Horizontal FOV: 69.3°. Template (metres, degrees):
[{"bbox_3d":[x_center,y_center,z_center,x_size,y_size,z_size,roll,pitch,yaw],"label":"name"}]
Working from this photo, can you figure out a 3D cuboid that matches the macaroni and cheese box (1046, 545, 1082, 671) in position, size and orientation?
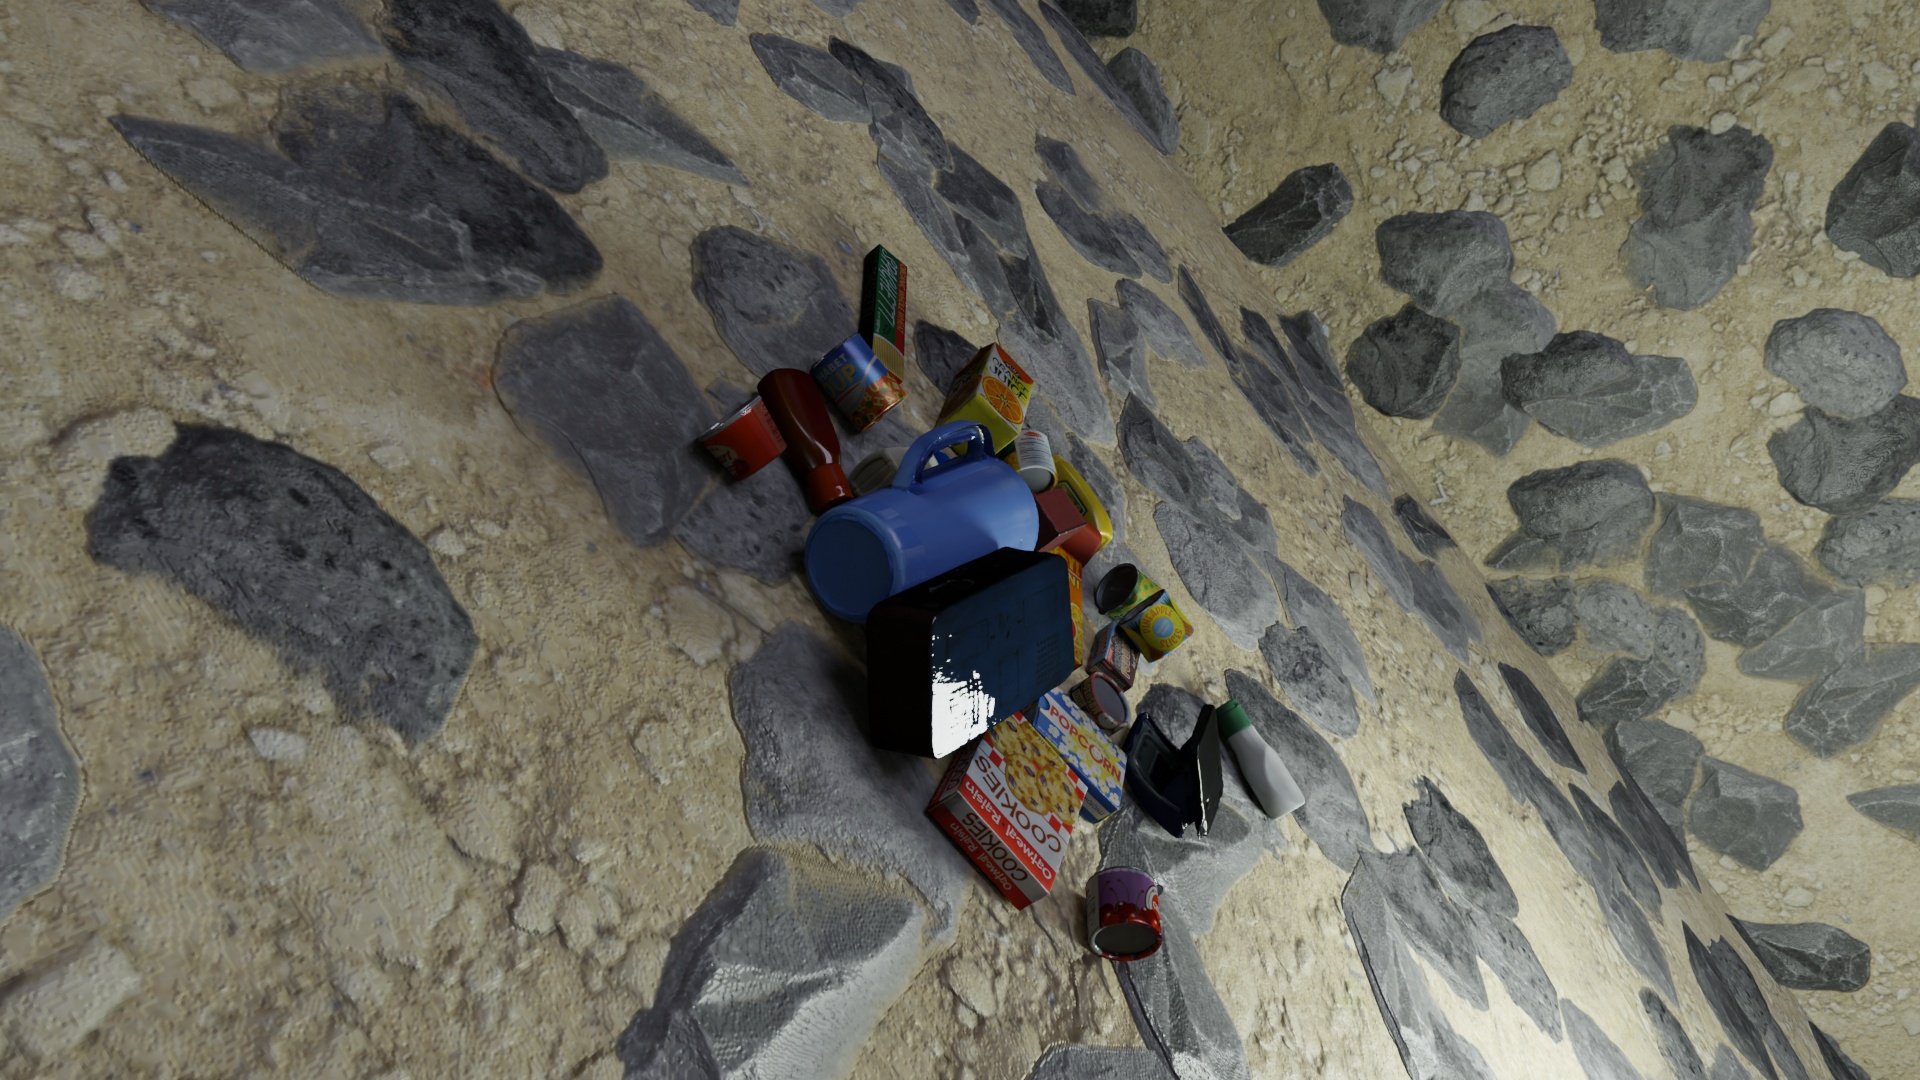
[{"bbox_3d":[0.076,0.054,1.499,0.123,0.040,0.167,39,31,-23],"label":"macaroni and cheese box"}]

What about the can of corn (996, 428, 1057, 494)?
[{"bbox_3d":[0.077,-0.087,1.639,0.071,0.071,0.058,27,39,-39],"label":"can of corn"}]

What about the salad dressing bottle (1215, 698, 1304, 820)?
[{"bbox_3d":[0.355,0.262,1.672,0.064,0.044,0.148,-6,61,-56],"label":"salad dressing bottle"}]

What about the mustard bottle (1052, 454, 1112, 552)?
[{"bbox_3d":[0.125,-0.054,1.677,0.049,0.065,0.161,22,34,-52],"label":"mustard bottle"}]

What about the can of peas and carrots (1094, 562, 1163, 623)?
[{"bbox_3d":[0.201,0.071,1.640,0.058,0.070,0.071,37,32,-28],"label":"can of peas and carrots"}]

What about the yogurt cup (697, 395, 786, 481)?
[{"bbox_3d":[-0.193,-0.090,1.243,0.054,0.072,0.073,55,27,-13],"label":"yogurt cup"}]

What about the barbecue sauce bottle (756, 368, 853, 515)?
[{"bbox_3d":[-0.145,-0.095,1.340,0.065,0.043,0.149,7,52,-53],"label":"barbecue sauce bottle"}]

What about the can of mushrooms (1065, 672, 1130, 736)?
[{"bbox_3d":[0.147,0.174,1.472,0.071,0.033,0.071,36,32,-28],"label":"can of mushrooms"}]

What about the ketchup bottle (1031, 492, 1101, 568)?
[{"bbox_3d":[0.087,-0.023,1.584,0.149,0.064,0.044,34,18,-15],"label":"ketchup bottle"}]

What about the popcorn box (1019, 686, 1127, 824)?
[{"bbox_3d":[0.108,0.207,1.372,0.126,0.038,0.085,45,30,-13],"label":"popcorn box"}]

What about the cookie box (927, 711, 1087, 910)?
[{"bbox_3d":[0.045,0.233,1.248,0.123,0.040,0.168,48,27,-7],"label":"cookie box"}]

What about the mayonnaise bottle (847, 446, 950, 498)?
[{"bbox_3d":[-0.055,-0.071,1.428,0.041,0.064,0.148,57,25,10],"label":"mayonnaise bottle"}]

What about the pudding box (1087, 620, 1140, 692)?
[{"bbox_3d":[0.173,0.133,1.561,0.049,0.030,0.084,46,28,-10],"label":"pudding box"}]

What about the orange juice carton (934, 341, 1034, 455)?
[{"bbox_3d":[0.033,-0.171,1.660,0.071,0.072,0.194,44,29,-15],"label":"orange juice carton"}]

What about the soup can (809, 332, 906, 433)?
[{"bbox_3d":[-0.108,-0.163,1.450,0.084,0.071,0.071,52,28,-2],"label":"soup can"}]

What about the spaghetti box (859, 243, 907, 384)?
[{"bbox_3d":[-0.091,-0.265,1.630,0.050,0.028,0.251,37,32,-29],"label":"spaghetti box"}]

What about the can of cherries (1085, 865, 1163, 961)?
[{"bbox_3d":[0.149,0.336,1.250,0.071,0.071,0.059,38,31,-26],"label":"can of cherries"}]

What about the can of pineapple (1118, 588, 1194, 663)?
[{"bbox_3d":[0.222,0.097,1.570,0.058,0.070,0.071,52,28,-1],"label":"can of pineapple"}]
